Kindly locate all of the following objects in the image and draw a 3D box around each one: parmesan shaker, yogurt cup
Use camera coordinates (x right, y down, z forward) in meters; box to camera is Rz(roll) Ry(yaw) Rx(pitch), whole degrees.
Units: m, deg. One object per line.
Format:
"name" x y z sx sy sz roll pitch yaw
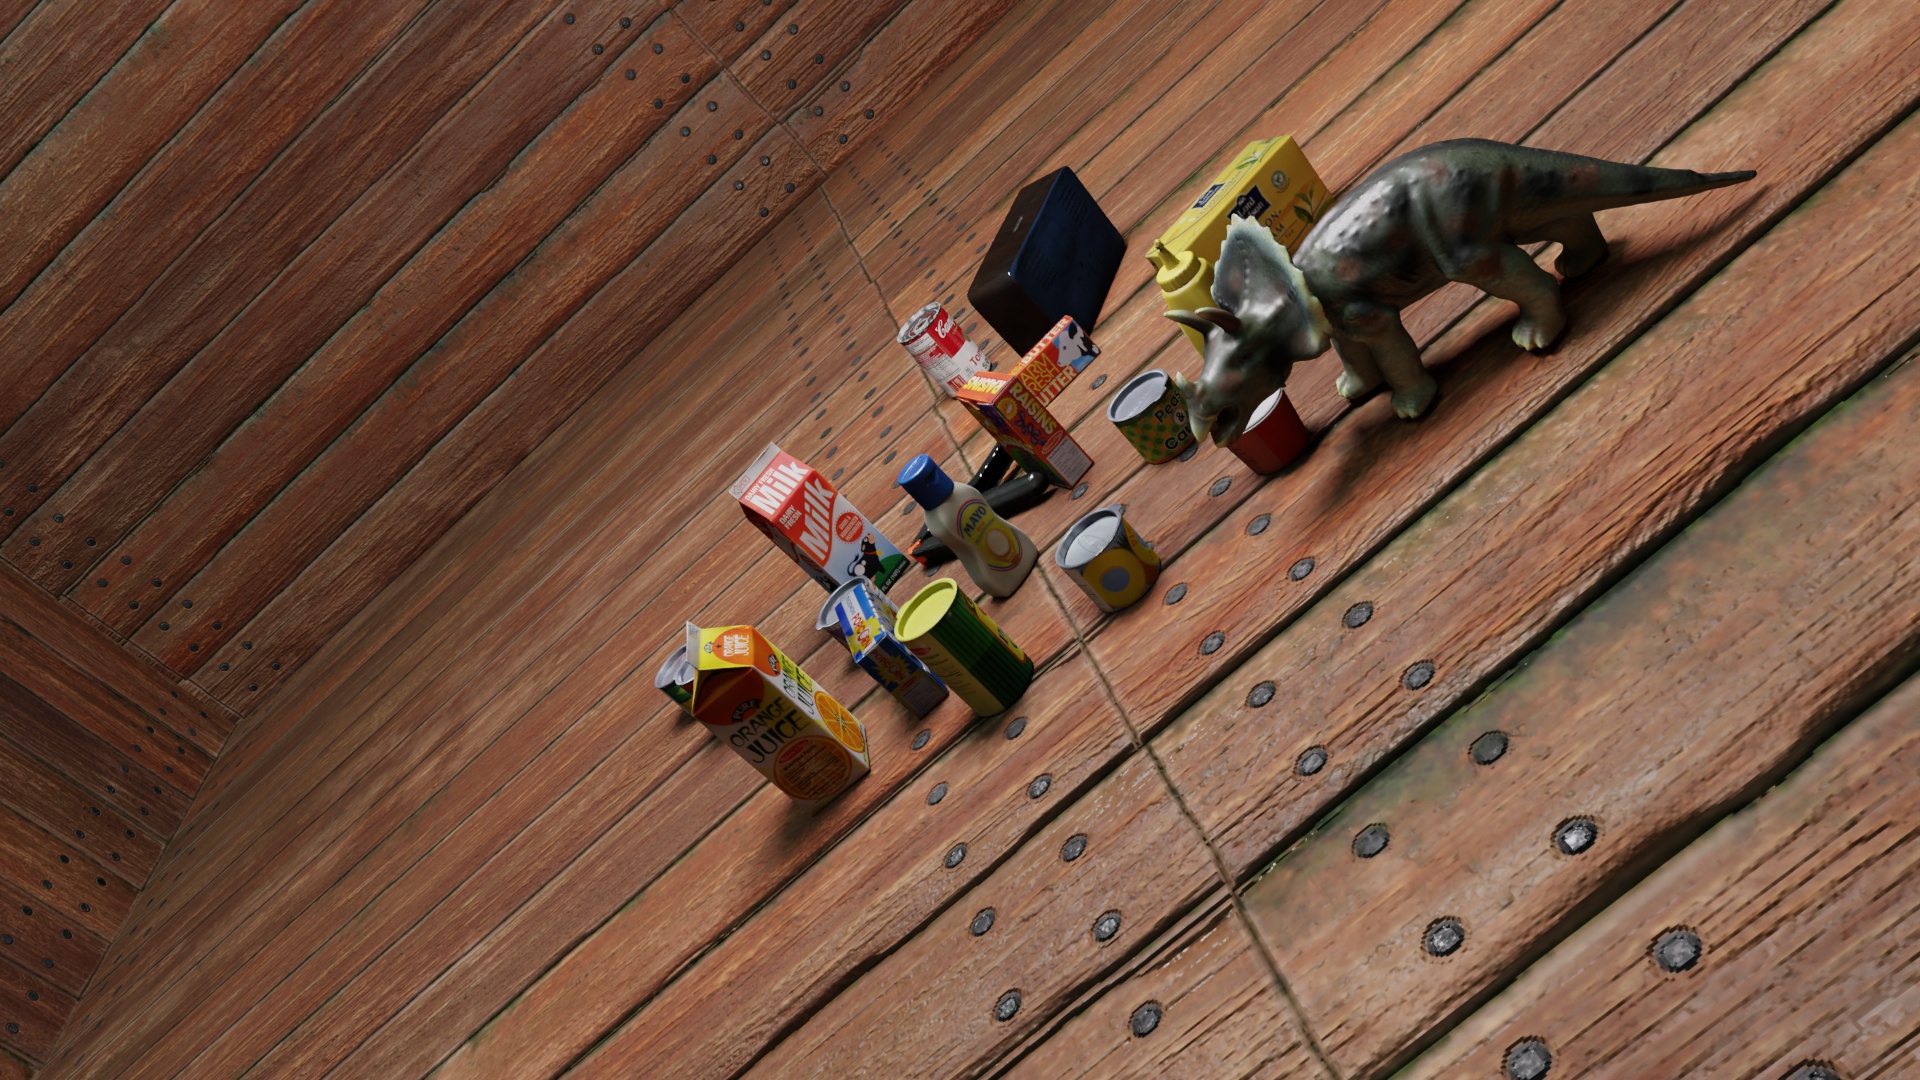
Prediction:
"parmesan shaker" 0.002 0.089 1.146 0.071 0.103 0.072 -35 26 20
"yogurt cup" 0.243 -0.090 1.119 0.072 0.054 0.073 -35 26 20

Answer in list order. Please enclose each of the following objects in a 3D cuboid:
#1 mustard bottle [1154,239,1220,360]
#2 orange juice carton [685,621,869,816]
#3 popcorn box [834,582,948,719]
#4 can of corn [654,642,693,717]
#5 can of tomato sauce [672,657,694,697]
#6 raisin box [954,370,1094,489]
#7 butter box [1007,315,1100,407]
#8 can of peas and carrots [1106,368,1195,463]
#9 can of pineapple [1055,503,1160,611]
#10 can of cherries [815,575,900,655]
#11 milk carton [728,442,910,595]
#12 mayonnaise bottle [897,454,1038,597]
"mustard bottle" 0.216 -0.205 1.214 0.048 0.160 0.065 -17 36 46
"orange juice carton" -0.170 0.146 1.213 0.073 0.192 0.072 -40 24 10
"popcorn box" -0.064 0.098 1.257 0.038 0.085 0.127 -43 24 4
"can of corn" -0.297 0.155 1.560 0.071 0.058 0.071 -35 26 20
"can of tomato sauce" -0.248 0.151 1.459 0.071 0.083 0.071 -35 26 20
"raisin box" 0.061 -0.108 1.344 0.040 0.123 0.086 -48 24 -9
"butter box" 0.097 -0.189 1.502 0.103 0.053 0.024 -45 24 -1
"can of peas and carrots" 0.177 -0.111 1.249 0.071 0.058 0.071 -35 26 20
"can of pineapple" 0.122 0.015 1.134 0.071 0.057 0.071 -35 26 20
"can of cherries" -0.099 0.079 1.374 0.071 0.058 0.072 -35 26 20
"milk carton" -0.151 -0.014 1.441 0.072 0.190 0.073 -52 25 -17
"mayonnaise bottle" 0.004 -0.016 1.255 0.041 0.148 0.065 -3 47 56
